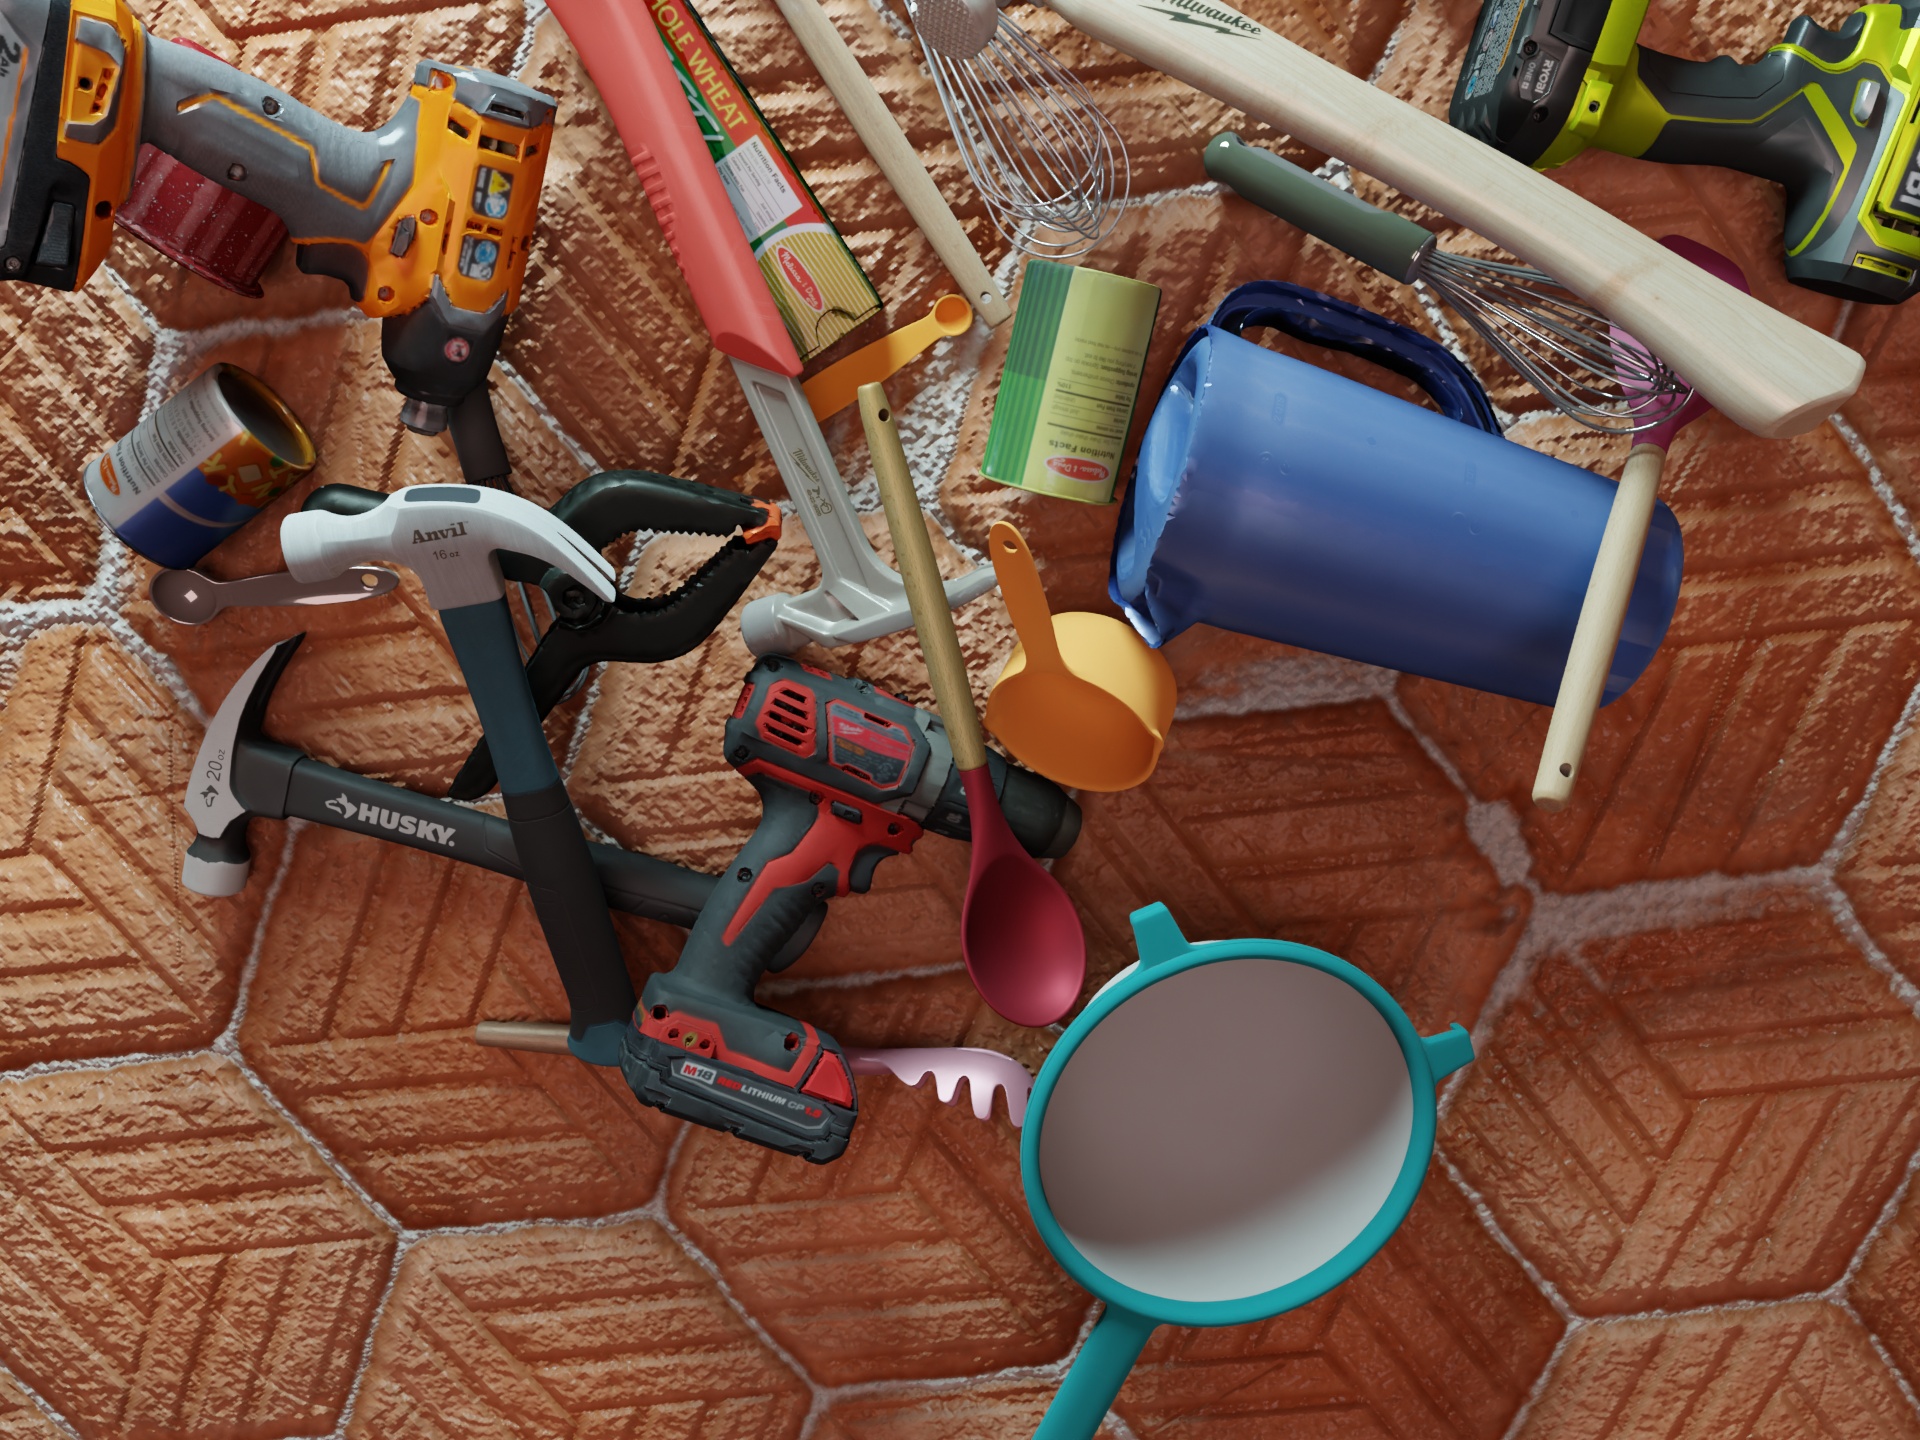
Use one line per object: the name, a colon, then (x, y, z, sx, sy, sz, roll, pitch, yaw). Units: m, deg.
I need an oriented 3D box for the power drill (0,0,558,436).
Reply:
power drill: (-0.295, -0.214, 0.675, 0.226, 0.084, 0.164, 4, 110, -36)

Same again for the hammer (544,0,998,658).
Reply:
hammer: (-0.100, -0.204, 0.731, 0.149, 0.037, 0.359, -15, 108, 24)

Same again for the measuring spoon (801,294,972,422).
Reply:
measuring spoon: (-0.045, -0.174, 0.784, 0.117, 0.011, 0.021, -29, 102, 12)

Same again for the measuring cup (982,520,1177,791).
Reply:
measuring cup: (0.050, -0.041, 0.754, 0.095, 0.052, 0.173, 6, 138, 28)

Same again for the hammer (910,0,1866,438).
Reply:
hammer: (0.188, -0.247, 0.667, 0.410, 0.038, 0.146, 32, 70, 6)

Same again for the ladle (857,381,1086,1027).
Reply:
ladle: (-0.001, -0.002, 0.746, 0.069, 0.031, 0.315, -24, 106, -32)

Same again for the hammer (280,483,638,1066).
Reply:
hammer: (-0.203, 0.041, 0.759, 0.128, 0.033, 0.330, -11, 123, -5)

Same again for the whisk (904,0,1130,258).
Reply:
whisk: (-0.018, -0.335, 0.720, 0.070, 0.070, 0.284, -34, 95, 9)

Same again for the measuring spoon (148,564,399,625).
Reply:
measuring spoon: (-0.351, -0.071, 0.817, 0.124, 0.018, 0.034, -5, 125, -4)

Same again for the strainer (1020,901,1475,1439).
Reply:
strainer: (0.101, 0.252, 0.834, 0.211, 0.095, 0.340, 23, 102, -13)

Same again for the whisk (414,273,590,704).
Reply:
whisk: (-0.236, -0.121, 0.786, 0.055, 0.055, 0.239, -14, 99, 5)

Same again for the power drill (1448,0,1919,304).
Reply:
power drill: (0.351, -0.299, 0.707, 0.223, 0.080, 0.171, 15, 104, -6)

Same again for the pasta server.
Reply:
pasta server: (-0.108, 0.189, 0.861, 0.316, 0.060, 0.040, 4, 75, 4)

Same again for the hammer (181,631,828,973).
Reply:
hammer: (-0.233, 0.063, 0.835, 0.334, 0.035, 0.146, 16, 105, -2)

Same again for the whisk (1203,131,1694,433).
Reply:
whisk: (0.214, -0.203, 0.713, 0.246, 0.058, 0.059, 35, 118, 17)

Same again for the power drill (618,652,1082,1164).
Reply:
power drill: (-0.055, 0.098, 0.795, 0.187, 0.080, 0.227, 22, 85, -14)

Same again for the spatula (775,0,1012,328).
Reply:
spatula: (-0.065, -0.321, 0.738, 0.060, 0.018, 0.316, -32, 98, 9)

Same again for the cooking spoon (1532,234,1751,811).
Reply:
cooking spoon: (0.294, -0.097, 0.692, 0.069, 0.017, 0.319, 26, 65, -1)
